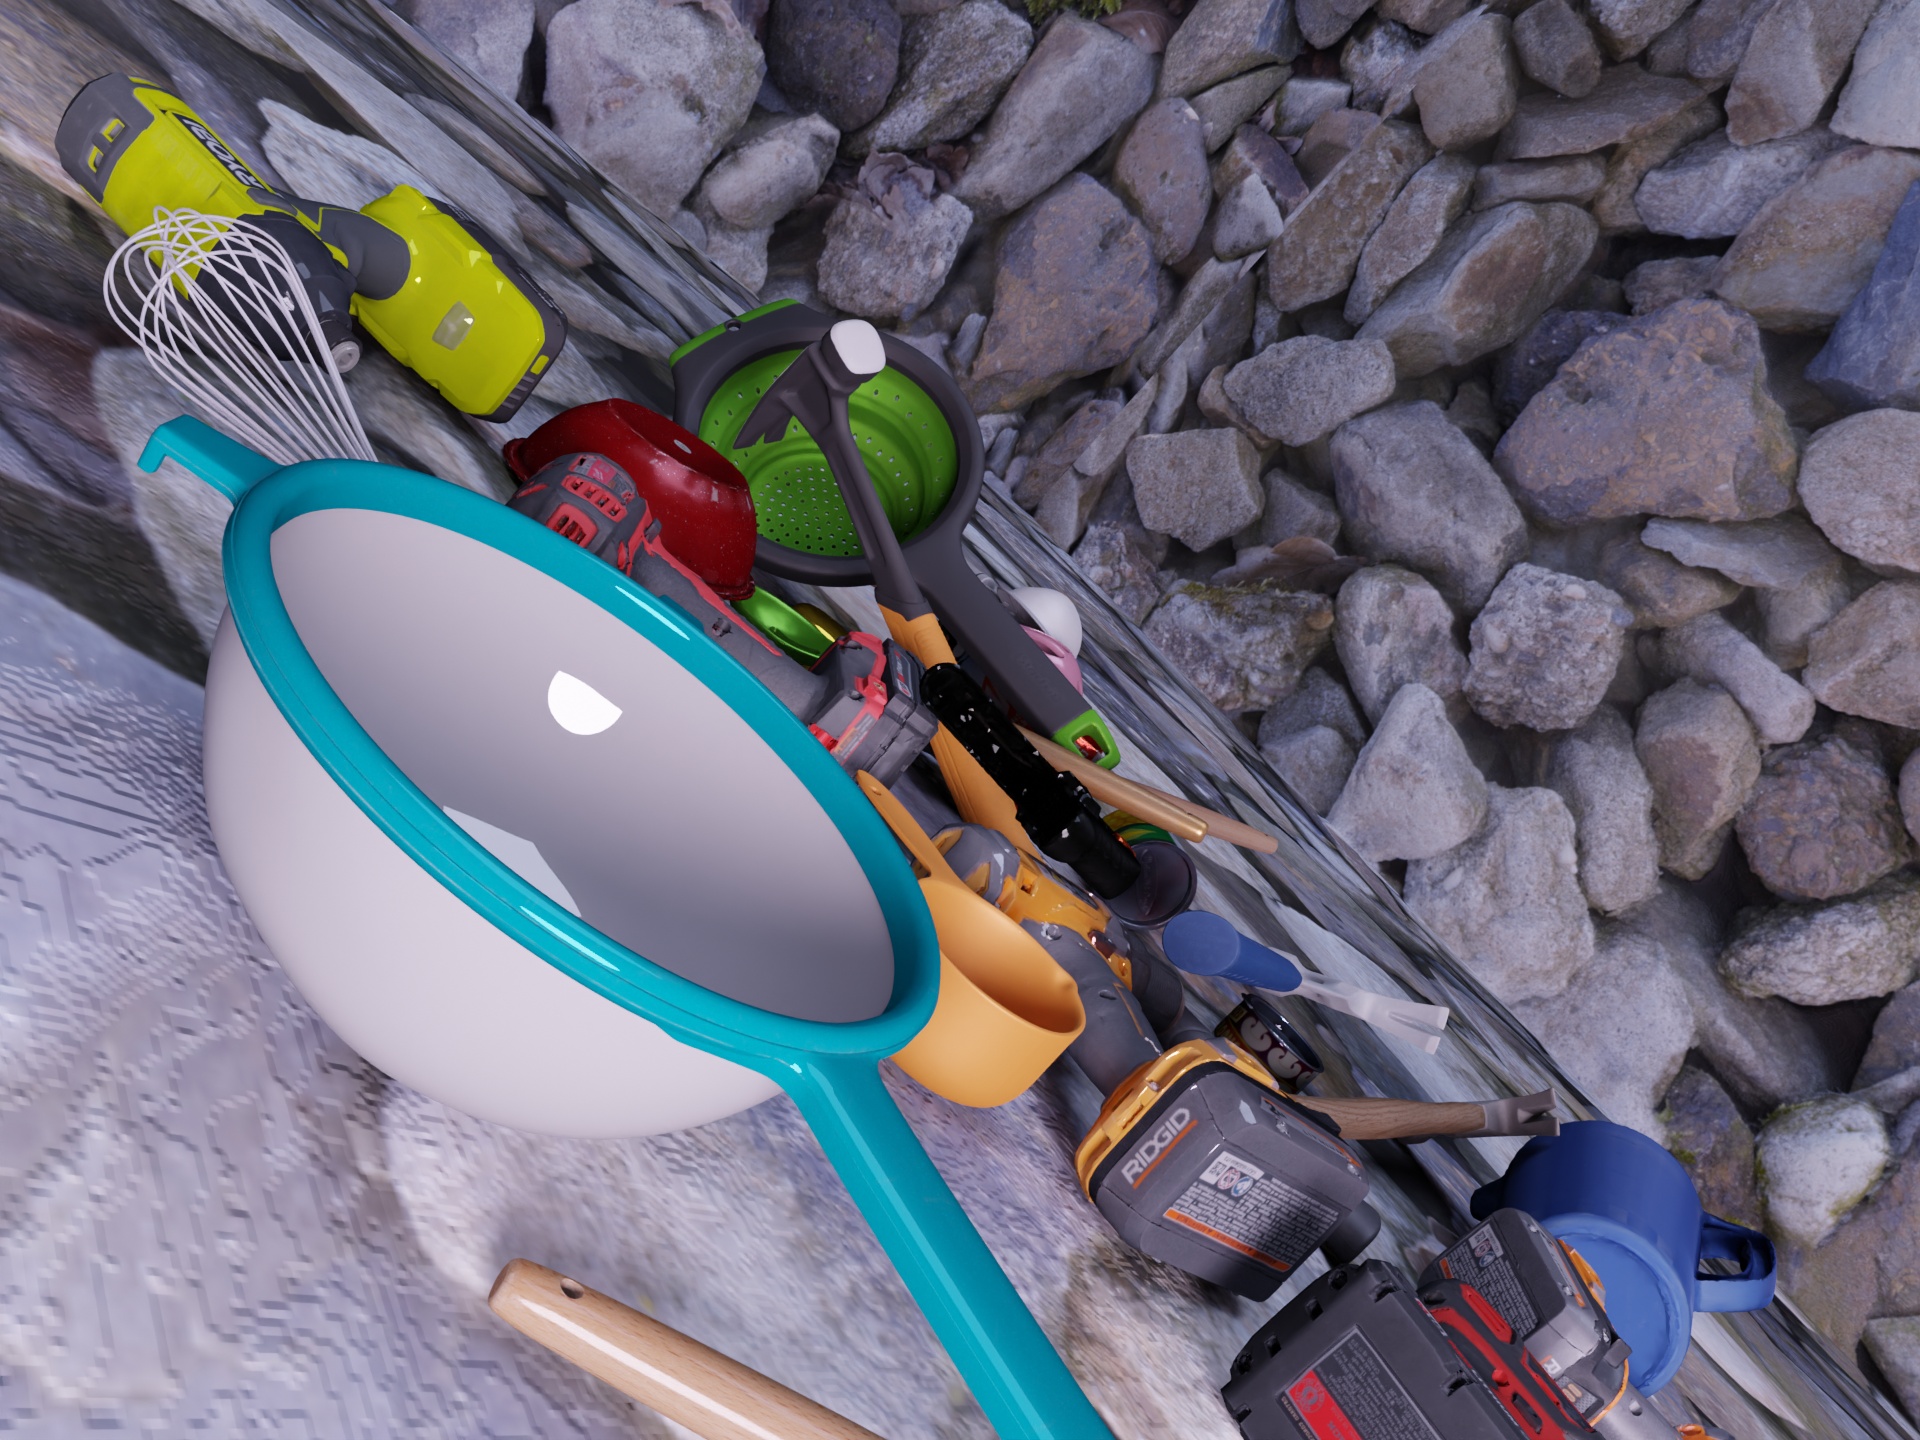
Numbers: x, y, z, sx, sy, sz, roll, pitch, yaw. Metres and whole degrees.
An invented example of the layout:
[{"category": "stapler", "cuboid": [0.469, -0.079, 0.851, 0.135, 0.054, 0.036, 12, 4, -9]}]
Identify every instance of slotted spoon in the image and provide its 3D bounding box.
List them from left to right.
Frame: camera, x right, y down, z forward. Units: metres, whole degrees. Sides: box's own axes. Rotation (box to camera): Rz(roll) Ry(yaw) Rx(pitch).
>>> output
[{"category": "slotted spoon", "cuboid": [-0.001, -0.003, 0.920, 0.314, 0.031, 0.070, 26, 13, 12]}]

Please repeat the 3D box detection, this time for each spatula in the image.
[{"category": "spatula", "cuboid": [0.020, 0.217, 0.383, 0.317, 0.044, 0.082, 35, 13, -14]}, {"category": "spatula", "cuboid": [0.105, 0.045, 1.054, 0.315, 0.018, 0.060, 21, 17, -36]}]

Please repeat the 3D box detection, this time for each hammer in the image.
[{"category": "hammer", "cuboid": [-0.027, -0.040, 0.868, 0.034, 0.127, 0.337, -19, 83, -37]}, {"category": "hammer", "cuboid": [0.090, 0.136, 0.914, 0.409, 0.036, 0.149, 49, 13, 28]}, {"category": "hammer", "cuboid": [0.213, 0.164, 1.012, 0.144, 0.035, 0.405, 18, -5, 27]}, {"category": "hammer", "cuboid": [0.283, 0.254, 1.017, 0.331, 0.130, 0.031, 17, 64, -50]}]

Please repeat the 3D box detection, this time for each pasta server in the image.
[{"category": "pasta server", "cuboid": [-0.052, -0.090, 1.108, 0.316, 0.040, 0.060, 26, 25, 13]}]

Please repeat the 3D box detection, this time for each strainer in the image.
[{"category": "strainer", "cuboid": [-0.077, 0.078, 0.384, 0.341, 0.095, 0.210, 51, 16, 29]}, {"category": "strainer", "cuboid": [0.022, -0.100, 1.199, 0.259, 0.050, 0.086, 37, -12, 43]}]

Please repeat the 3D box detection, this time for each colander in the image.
[{"category": "colander", "cuboid": [-0.041, -0.100, 1.045, 0.397, 0.204, 0.094, 50, -26, 15]}]

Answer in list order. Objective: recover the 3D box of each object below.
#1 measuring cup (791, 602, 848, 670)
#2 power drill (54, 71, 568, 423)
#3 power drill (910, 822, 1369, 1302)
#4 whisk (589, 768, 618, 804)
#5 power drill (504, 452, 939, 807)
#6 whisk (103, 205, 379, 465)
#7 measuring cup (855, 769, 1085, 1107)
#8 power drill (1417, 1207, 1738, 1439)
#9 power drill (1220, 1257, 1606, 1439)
[{"category": "measuring cup", "cuboid": [-0.057, -0.030, 1.038, 0.156, 0.029, 0.062, 31, 16, -38]}, {"category": "power drill", "cuboid": [-0.301, -0.217, 0.785, 0.171, 0.080, 0.223, 44, 15, 11]}, {"category": "power drill", "cuboid": [0.084, 0.152, 0.727, 0.185, 0.084, 0.226, 36, 8, -40]}, {"category": "whisk", "cuboid": [-0.094, 0.036, 0.626, 0.055, 0.055, 0.239, 45, 6, 14]}, {"category": "power drill", "cuboid": [-0.120, -0.048, 0.775, 0.219, 0.078, 0.143, 37, 12, -16]}, {"category": "whisk", "cuboid": [-0.230, -0.092, 0.603, 0.285, 0.070, 0.070, 50, 12, 12]}, {"category": "measuring cup", "cuboid": [-0.019, 0.087, 0.659, 0.095, 0.052, 0.174, 26, 17, -42]}, {"category": "power drill", "cuboid": [0.341, 0.369, 0.791, 0.226, 0.084, 0.164, 46, 11, -6]}, {"category": "power drill", "cuboid": [0.212, 0.300, 0.612, 0.226, 0.080, 0.188, 34, 14, -52]}]
